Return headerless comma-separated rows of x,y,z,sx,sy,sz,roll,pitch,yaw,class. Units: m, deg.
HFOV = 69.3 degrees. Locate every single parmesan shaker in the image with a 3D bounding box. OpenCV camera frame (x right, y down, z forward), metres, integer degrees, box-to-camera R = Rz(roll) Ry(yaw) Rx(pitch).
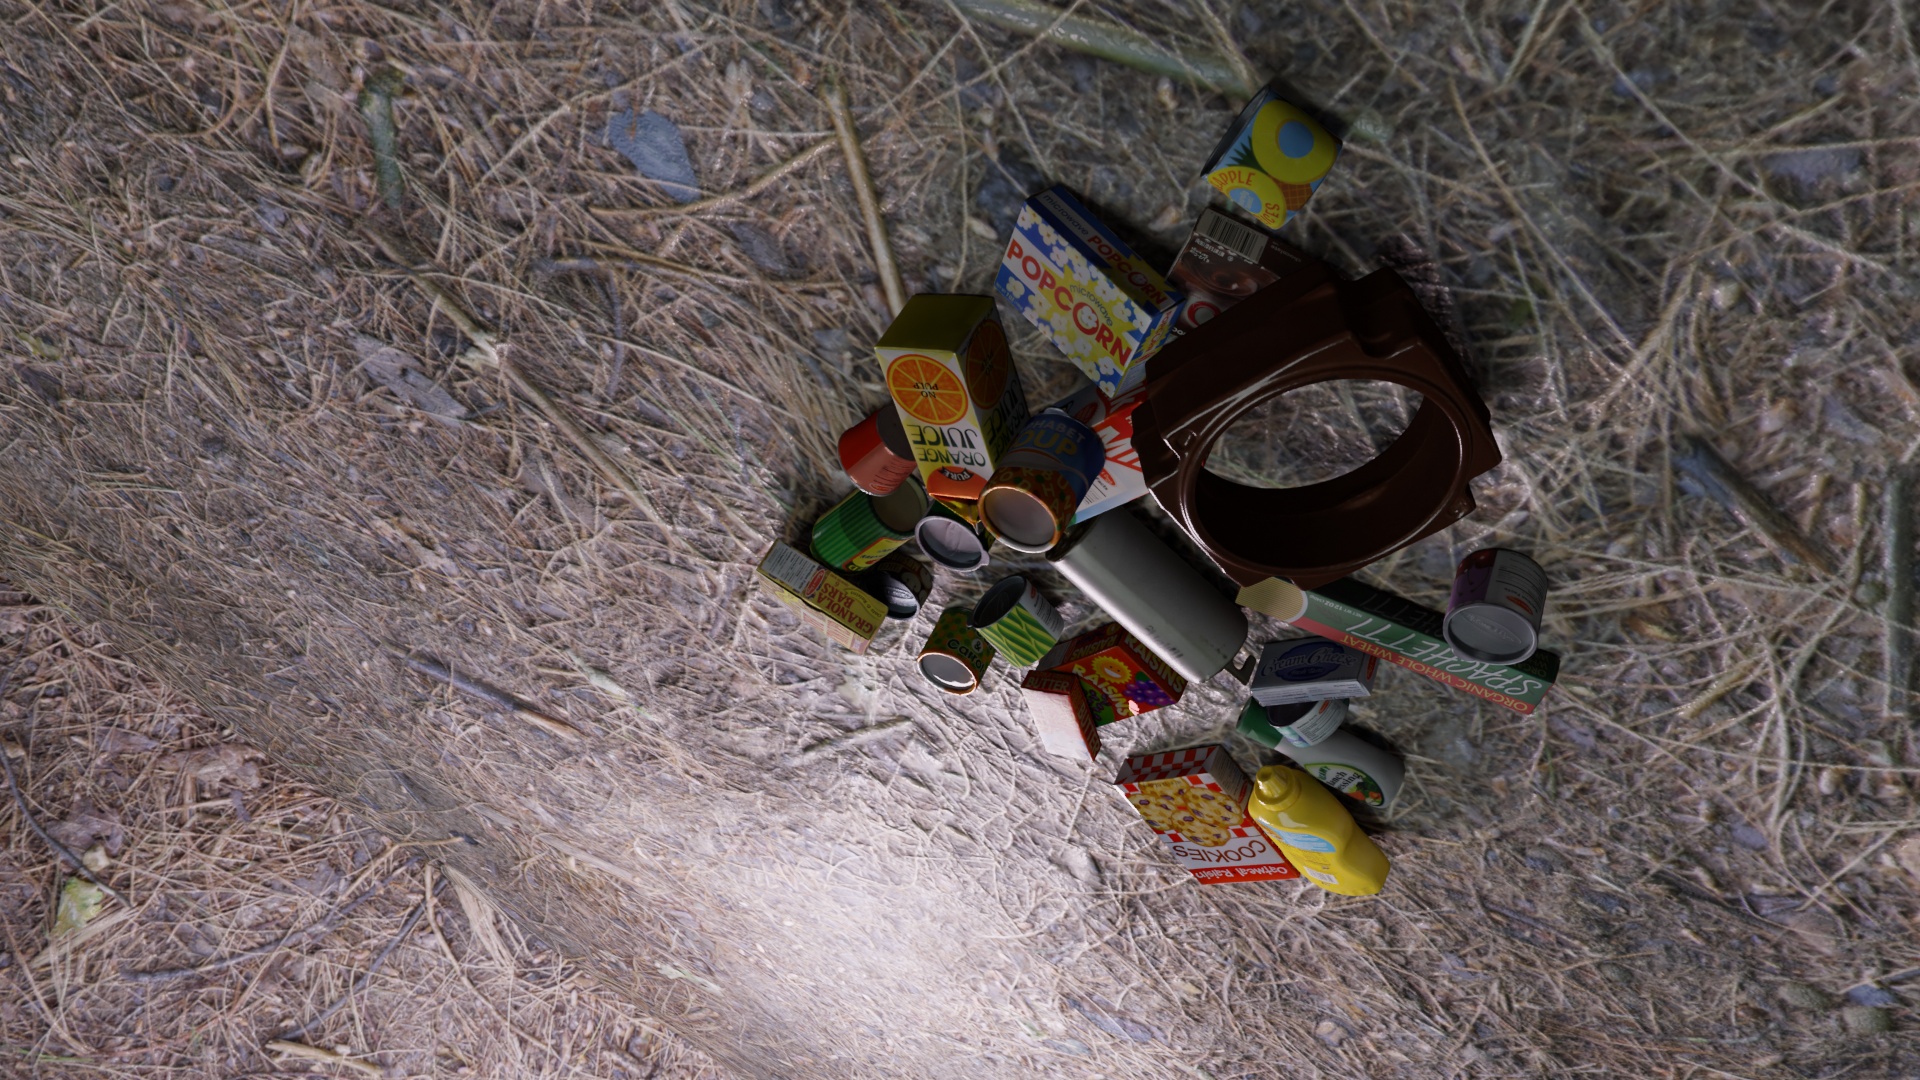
-0.083,-0.015,1.256,0.071,0.072,0.102,41,142,-14,parmesan shaker

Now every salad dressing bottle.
0.321,0.187,1.243,0.148,0.044,0.064,26,152,6,salad dressing bottle

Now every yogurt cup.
-0.063,-0.079,1.179,0.072,0.073,0.053,41,133,-14,yogurt cup

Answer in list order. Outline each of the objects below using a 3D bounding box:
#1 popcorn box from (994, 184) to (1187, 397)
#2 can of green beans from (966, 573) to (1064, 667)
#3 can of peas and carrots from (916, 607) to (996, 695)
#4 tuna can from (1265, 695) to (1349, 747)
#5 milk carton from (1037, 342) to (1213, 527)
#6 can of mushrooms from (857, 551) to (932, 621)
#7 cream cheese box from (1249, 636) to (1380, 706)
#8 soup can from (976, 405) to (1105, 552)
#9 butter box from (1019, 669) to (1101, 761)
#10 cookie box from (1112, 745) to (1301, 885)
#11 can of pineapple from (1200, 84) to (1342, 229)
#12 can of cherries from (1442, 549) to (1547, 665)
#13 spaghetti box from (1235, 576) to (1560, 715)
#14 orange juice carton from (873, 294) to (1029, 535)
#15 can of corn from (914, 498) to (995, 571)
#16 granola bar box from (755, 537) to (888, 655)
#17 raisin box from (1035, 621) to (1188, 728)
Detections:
0.086,-0.172,0.958,0.127,0.038,0.084,46,146,16,popcorn box
0.053,0.074,1.274,0.071,0.071,0.057,-21,121,45,can of green beans
0.000,0.108,1.354,0.071,0.059,0.070,18,141,15,can of peas and carrots
0.297,0.142,1.192,0.033,0.071,0.071,41,141,-16,tuna can
0.131,-0.083,1.039,0.073,0.073,0.190,44,142,-18,milk carton
-0.063,0.042,1.341,0.071,0.034,0.070,19,142,16,can of mushrooms
0.296,0.108,1.162,0.103,0.054,0.024,-12,128,42,cream cheese box
0.058,-0.044,1.001,0.071,0.084,0.071,20,140,18,soup can
0.096,0.167,1.319,0.053,0.024,0.103,6,137,30,butter box
0.252,0.279,1.398,0.122,0.040,0.167,-18,121,45,cookie box
0.186,-0.229,0.837,0.058,0.071,0.070,35,142,-6,can of pineapple
0.394,0.050,1.027,0.071,0.059,0.071,17,141,15,can of cherries
0.345,0.071,1.108,0.250,0.029,0.049,21,143,12,spaghetti box
0.005,-0.096,1.106,0.073,0.072,0.191,7,137,28,orange juice carton
0.004,-0.015,1.210,0.071,0.058,0.070,18,141,15,can of corn
-0.134,0.058,1.343,0.124,0.039,0.165,32,169,0,granola bar box
0.140,0.126,1.298,0.086,0.040,0.123,44,142,-16,raisin box
